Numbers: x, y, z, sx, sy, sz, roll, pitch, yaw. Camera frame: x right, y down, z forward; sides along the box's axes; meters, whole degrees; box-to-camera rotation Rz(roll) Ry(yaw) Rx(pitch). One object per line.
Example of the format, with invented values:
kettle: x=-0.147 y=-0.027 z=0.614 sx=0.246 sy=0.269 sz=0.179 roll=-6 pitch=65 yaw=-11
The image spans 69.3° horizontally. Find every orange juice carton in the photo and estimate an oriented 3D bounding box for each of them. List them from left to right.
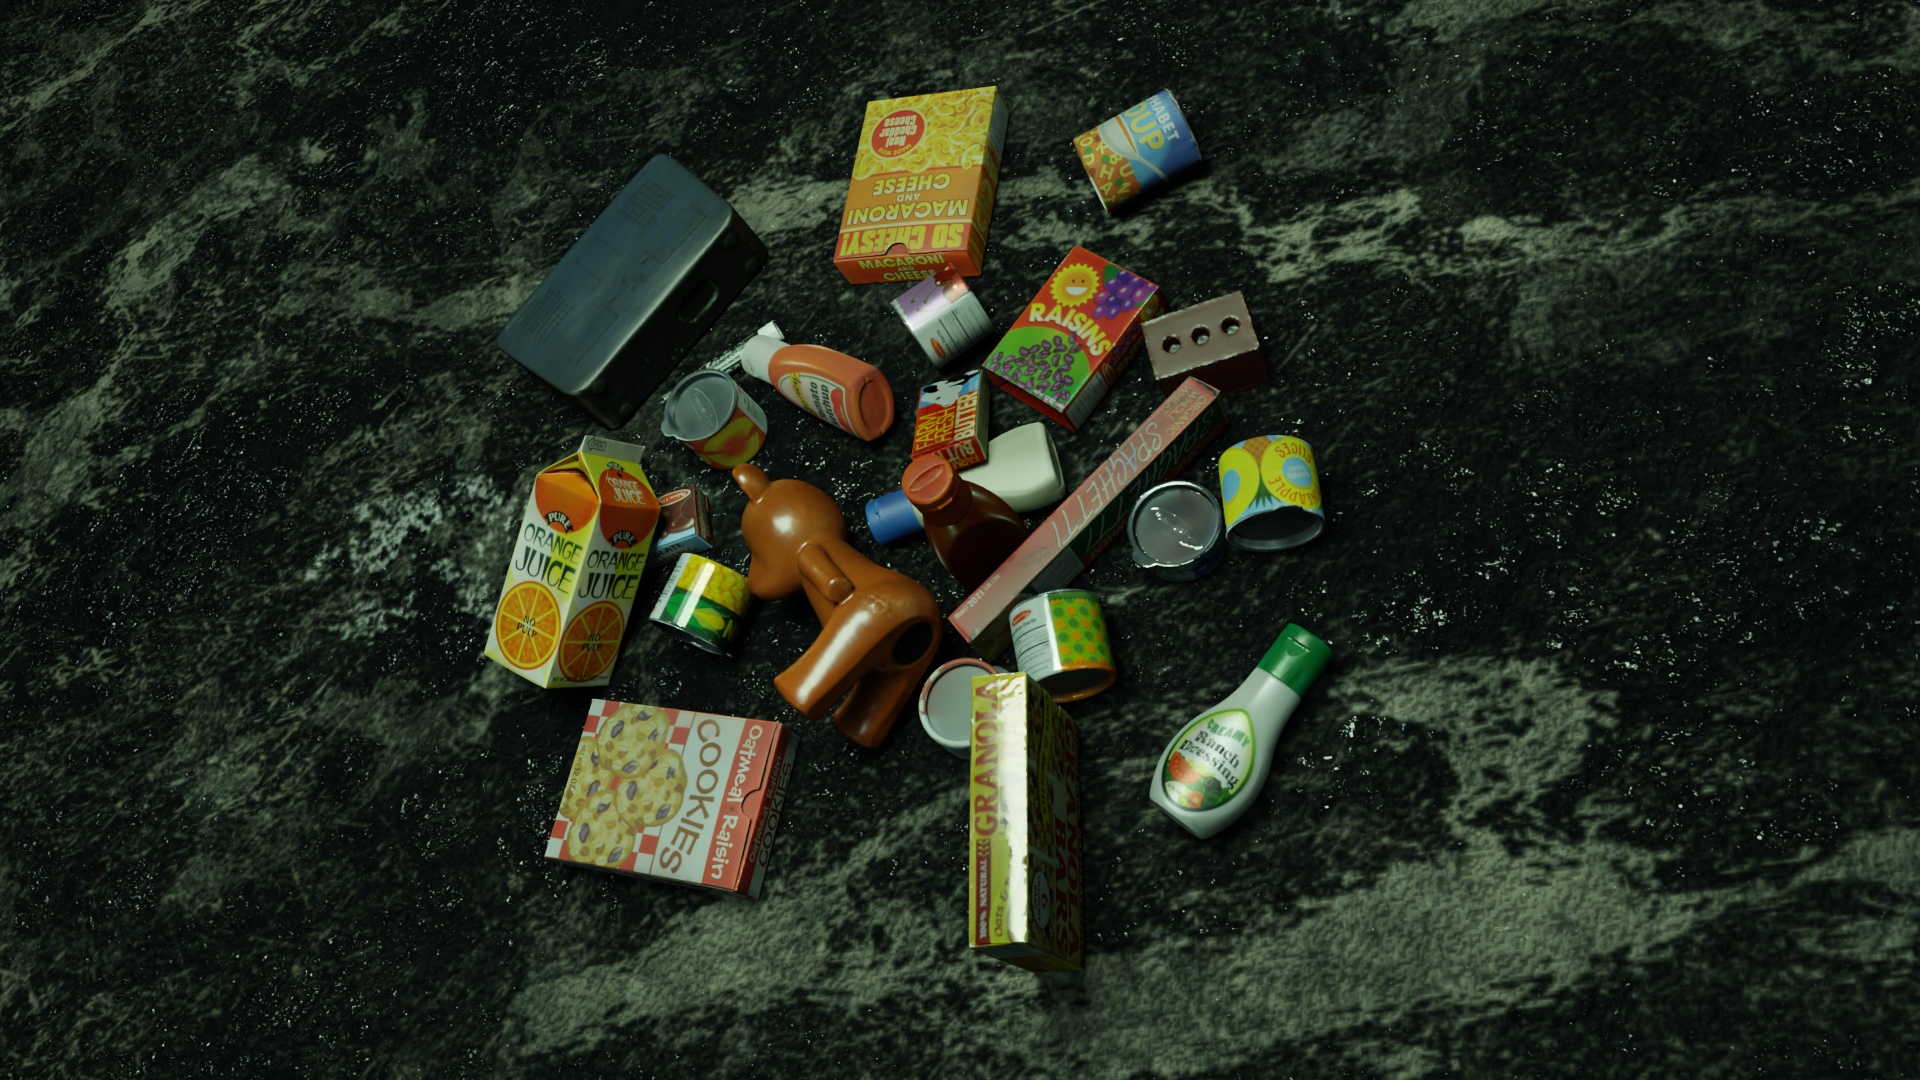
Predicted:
orange juice carton: x=-0.297 y=0.013 z=1.087 sx=0.073 sy=0.072 sz=0.192 roll=21 pitch=96 yaw=28

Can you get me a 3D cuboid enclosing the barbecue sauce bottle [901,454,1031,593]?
barbecue sauce bottle: x=0.003 y=-0.012 z=0.969 sx=0.065 sy=0.148 sz=0.044 roll=-36 pitch=59 yaw=4

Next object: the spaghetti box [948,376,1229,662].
spaghetti box: x=0.094 y=-0.015 z=0.992 sx=0.250 sy=0.050 sz=0.029 roll=-45 pitch=60 yaw=-3

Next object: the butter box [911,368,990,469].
butter box: x=-0.006 y=-0.090 z=1.055 sx=0.053 sy=0.024 sz=0.104 roll=-17 pitch=34 yaw=15

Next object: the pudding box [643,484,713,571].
pudding box: x=-0.246 y=-0.007 z=1.135 sx=0.083 sy=0.030 sz=0.050 roll=-19 pitch=60 yaw=13

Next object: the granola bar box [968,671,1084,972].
granola bar box: x=0.044 y=0.180 z=0.877 sx=0.039 sy=0.124 sz=0.166 roll=-8 pitch=64 yaw=18

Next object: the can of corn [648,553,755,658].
can of corn: x=-0.195 y=0.050 z=1.068 sx=0.071 sy=0.071 sz=0.058 roll=16 pitch=73 yaw=27

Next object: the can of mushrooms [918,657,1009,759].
can of mushrooms: x=0.007 y=0.116 z=0.975 sx=0.071 sy=0.033 sz=0.071 roll=-9 pitch=64 yaw=19

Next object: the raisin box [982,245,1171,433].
raisin box: x=0.089 y=-0.155 z=1.065 sx=0.086 sy=0.040 sz=0.123 roll=34 pitch=83 yaw=31

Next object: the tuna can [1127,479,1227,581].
tuna can: x=0.151 y=-0.004 z=0.974 sx=0.071 sy=0.032 sz=0.071 roll=-9 pitch=64 yaw=18

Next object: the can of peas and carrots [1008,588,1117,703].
can of peas and carrots: x=0.072 y=0.074 z=0.952 sx=0.071 sy=0.070 sz=0.059 roll=-17 pitch=62 yaw=14

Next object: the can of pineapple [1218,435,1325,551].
can of pineapple: x=0.212 y=-0.032 z=0.942 sx=0.071 sy=0.071 sz=0.058 roll=-11 pitch=63 yaw=17

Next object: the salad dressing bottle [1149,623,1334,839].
salad dressing bottle: x=0.183 y=0.121 z=0.896 sx=0.064 sy=0.044 sz=0.148 roll=34 pitch=82 yaw=32

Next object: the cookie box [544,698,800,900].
cookie box: x=-0.212 y=0.188 z=1.024 sx=0.167 sy=0.040 sz=0.123 roll=4 pitch=68 yaw=23

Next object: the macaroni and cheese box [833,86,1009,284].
macaroni and cheese box: x=-0.033 y=-0.302 z=1.181 sx=0.123 sy=0.040 sz=0.167 roll=0 pitch=67 yaw=23

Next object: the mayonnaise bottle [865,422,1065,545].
mayonnaise bottle: x=0.002 y=-0.037 z=1.044 sx=0.148 sy=0.041 sz=0.065 roll=-20 pitch=53 yaw=14

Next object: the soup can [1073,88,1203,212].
soup can: x=0.139 y=-0.309 z=1.098 sx=0.084 sy=0.071 sz=0.071 roll=-26 pitch=60 yaw=9

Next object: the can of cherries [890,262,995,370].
can of cherries: x=-0.015 y=-0.179 z=1.102 sx=0.058 sy=0.071 sz=0.072 roll=-35 pitch=59 yaw=4

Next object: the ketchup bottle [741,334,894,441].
ketchup bottle: x=-0.118 y=-0.131 z=1.126 sx=0.149 sy=0.064 sz=0.044 roll=27 pitch=55 yaw=38

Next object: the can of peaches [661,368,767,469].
can of peaches: x=-0.202 y=-0.098 z=1.143 sx=0.071 sy=0.058 sz=0.071 roll=-8 pitch=65 yaw=18
